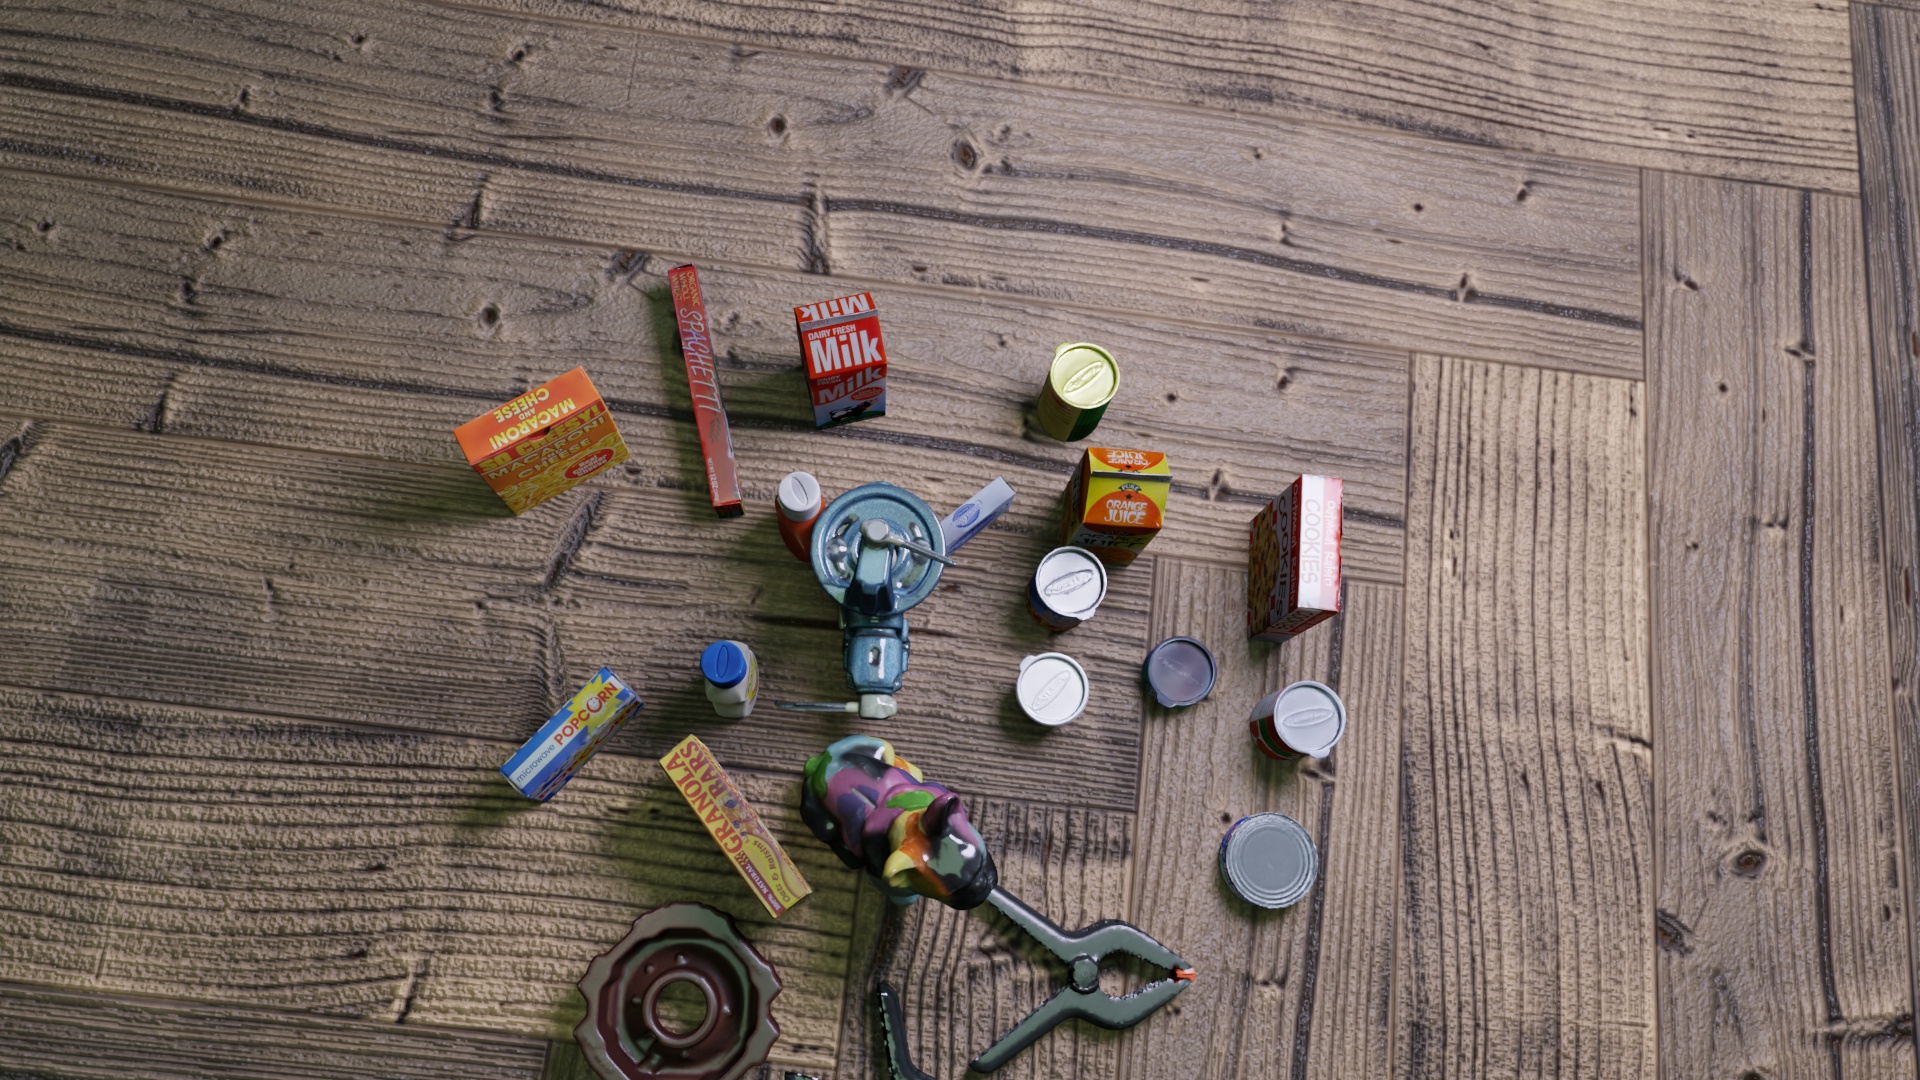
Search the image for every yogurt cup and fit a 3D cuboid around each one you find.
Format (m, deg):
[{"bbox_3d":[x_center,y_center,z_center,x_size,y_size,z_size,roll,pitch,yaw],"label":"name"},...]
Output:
[{"bbox_3d":[0.083,0.142,1.295,0.072,0.054,0.072,1,76,-4],"label":"yogurt cup"}]

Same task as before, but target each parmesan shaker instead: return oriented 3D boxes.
[{"bbox_3d":[0.111,-0.145,1.345,0.071,0.103,0.071,1,76,-4],"label":"parmesan shaker"}]

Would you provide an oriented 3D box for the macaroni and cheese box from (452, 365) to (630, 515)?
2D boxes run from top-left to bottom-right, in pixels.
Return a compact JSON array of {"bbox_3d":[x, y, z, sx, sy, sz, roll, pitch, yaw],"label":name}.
[{"bbox_3d":[-0.374,-0.087,1.260,0.124,0.166,0.040,-29,80,-11],"label":"macaroni and cheese box"}]

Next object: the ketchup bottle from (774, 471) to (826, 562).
[{"bbox_3d":[-0.146,-0.025,1.271,0.043,0.148,0.065,-27,80,-10],"label":"ketchup bottle"}]

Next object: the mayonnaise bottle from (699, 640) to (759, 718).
[{"bbox_3d":[-0.204,0.119,1.230,0.041,0.147,0.065,5,76,-3],"label":"mayonnaise bottle"}]

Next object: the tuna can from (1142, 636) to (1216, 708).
[{"bbox_3d":[0.206,0.128,1.319,0.071,0.032,0.071,1,76,-4],"label":"tuna can"}]

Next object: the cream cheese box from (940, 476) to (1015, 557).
[{"bbox_3d":[0.005,-0.017,1.330,0.104,0.053,0.024,-38,82,-12],"label":"cream cheese box"}]

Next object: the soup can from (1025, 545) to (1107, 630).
[{"bbox_3d":[0.099,0.049,1.305,0.071,0.083,0.071,1,76,-4],"label":"soup can"}]

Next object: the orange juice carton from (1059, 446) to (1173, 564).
[{"bbox_3d":[0.140,-0.035,1.273,0.072,0.192,0.073,5,76,-3],"label":"orange juice carton"}]

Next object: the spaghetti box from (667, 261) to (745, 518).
[{"bbox_3d":[-0.246,-0.146,1.345,0.029,0.050,0.250,-12,77,-7],"label":"spaghetti box"}]

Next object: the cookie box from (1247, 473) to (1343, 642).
[{"bbox_3d":[0.308,0.020,1.285,0.040,0.167,0.123,6,76,-3],"label":"cookie box"}]

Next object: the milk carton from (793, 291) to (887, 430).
[{"bbox_3d":[-0.111,-0.171,1.289,0.072,0.190,0.073,-13,78,-7],"label":"milk carton"}]

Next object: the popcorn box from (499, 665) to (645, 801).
[{"bbox_3d":[-0.344,0.174,1.238,0.038,0.085,0.127,43,77,6],"label":"popcorn box"}]

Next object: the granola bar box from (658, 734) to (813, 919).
[{"bbox_3d":[-0.194,0.251,1.210,0.039,0.124,0.165,-37,81,-12],"label":"granola bar box"}]

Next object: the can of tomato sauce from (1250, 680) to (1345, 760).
[{"bbox_3d":[0.313,0.171,1.291,0.071,0.083,0.071,1,76,-4],"label":"can of tomato sauce"}]
